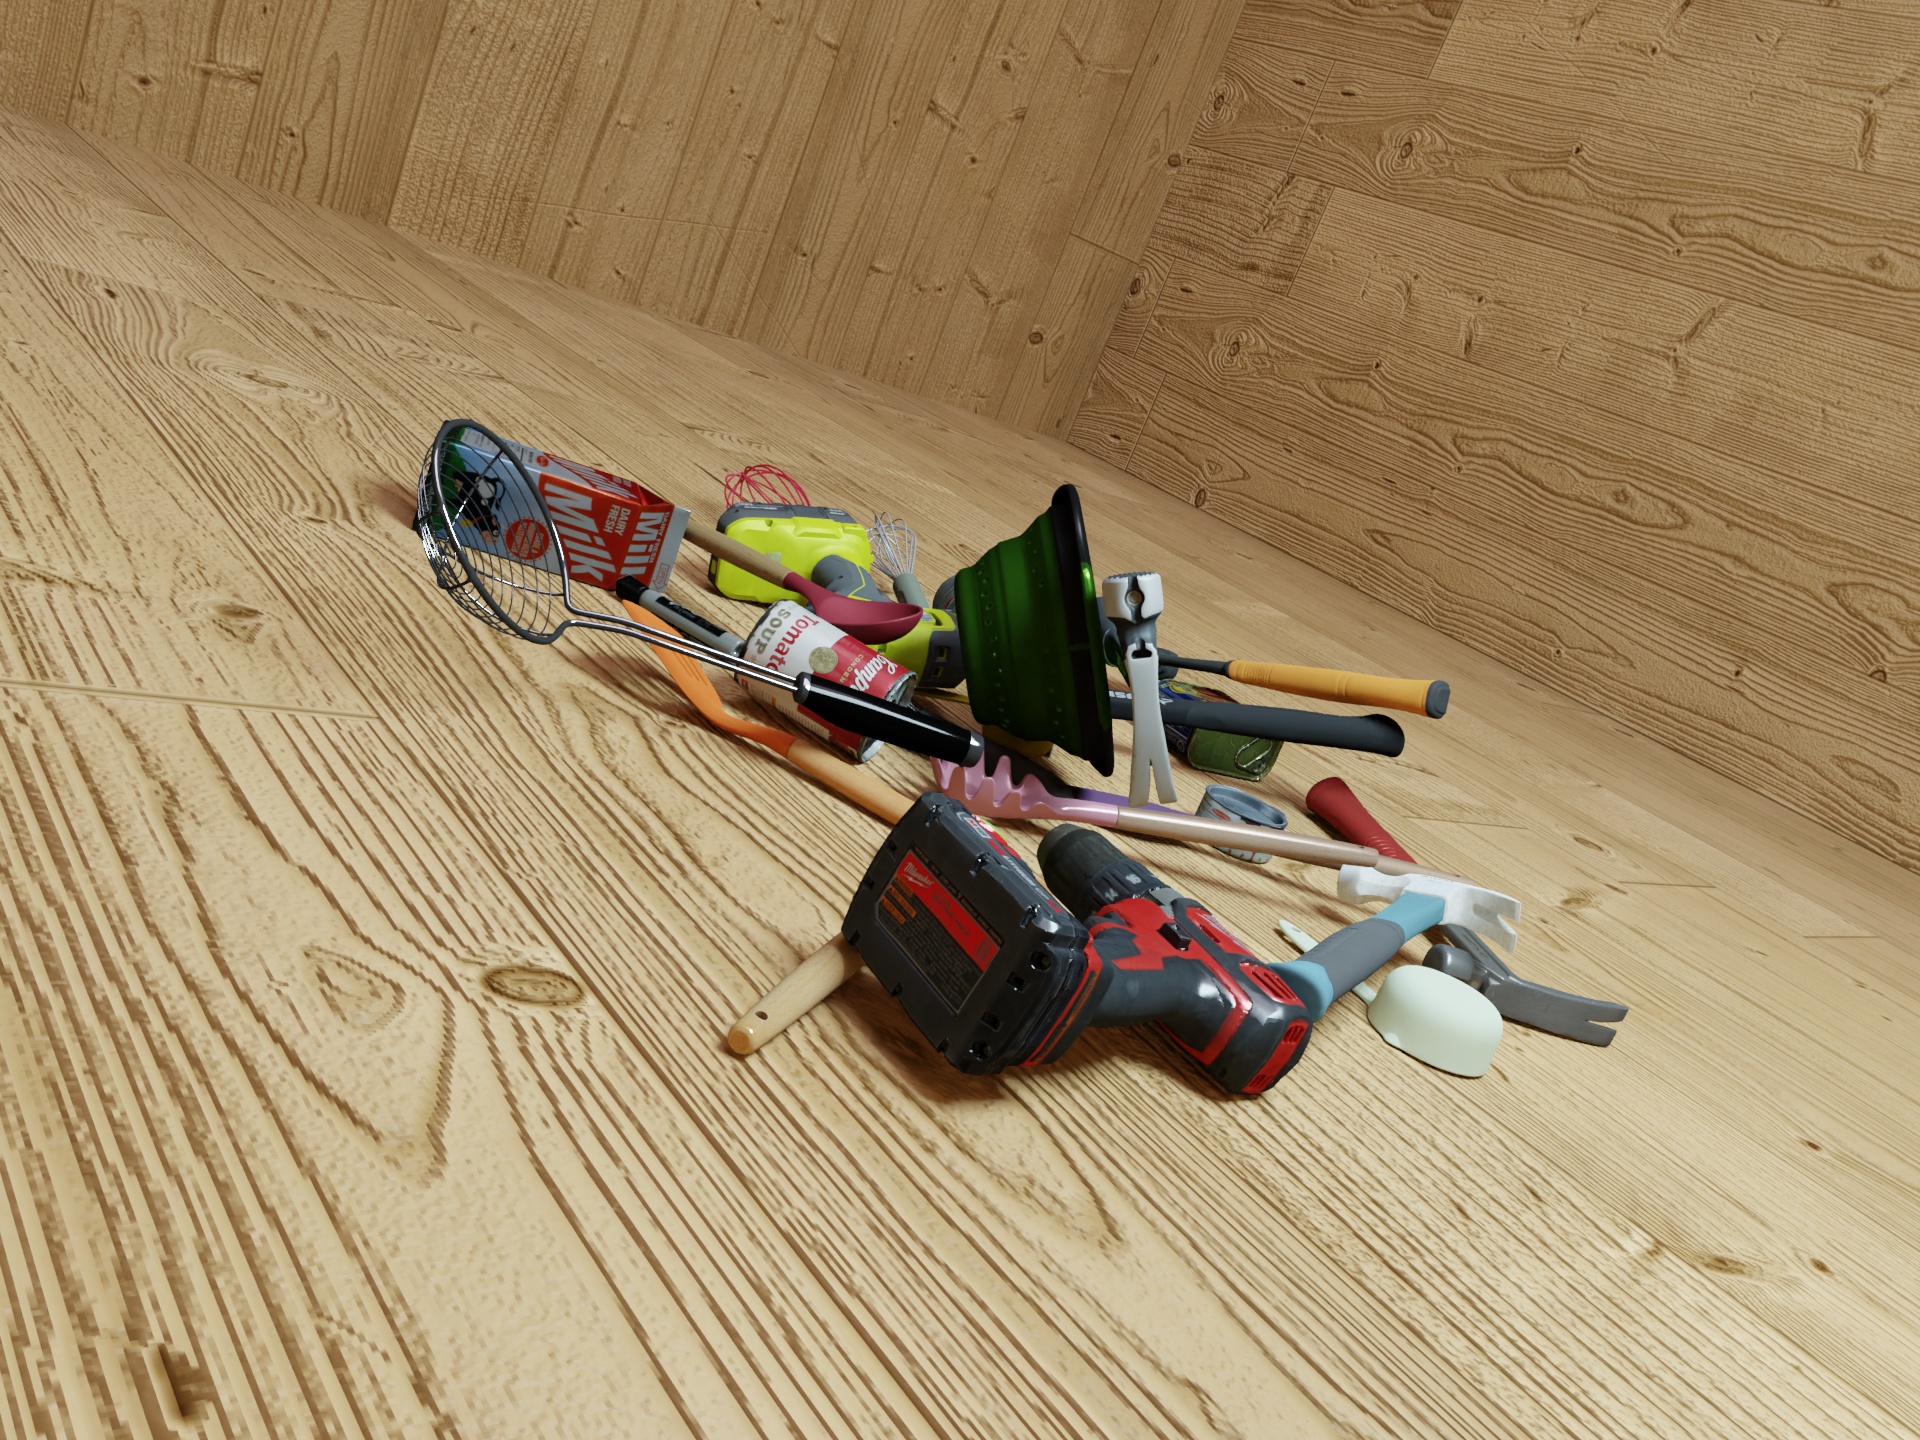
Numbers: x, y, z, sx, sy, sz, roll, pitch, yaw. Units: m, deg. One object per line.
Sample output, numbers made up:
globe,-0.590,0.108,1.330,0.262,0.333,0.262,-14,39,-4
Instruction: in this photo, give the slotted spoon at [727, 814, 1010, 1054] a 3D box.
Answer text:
slotted spoon,-0.041,0.100,0.783,0.070,0.031,0.314,28,18,11

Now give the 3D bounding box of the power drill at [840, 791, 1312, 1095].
power drill,0.051,0.100,0.778,0.226,0.080,0.188,18,20,-46

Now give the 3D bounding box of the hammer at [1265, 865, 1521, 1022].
hammer,0.247,0.131,0.952,0.128,0.033,0.331,9,8,29

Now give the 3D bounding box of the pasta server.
pasta server,0.130,0.061,1.049,0.316,0.040,0.060,10,21,-10

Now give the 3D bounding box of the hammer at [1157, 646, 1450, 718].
hammer,0.264,-0.041,1.387,0.337,0.034,0.127,11,-1,44

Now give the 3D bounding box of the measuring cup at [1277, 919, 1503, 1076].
measuring cup,0.262,0.157,0.986,0.083,0.038,0.168,9,21,-41

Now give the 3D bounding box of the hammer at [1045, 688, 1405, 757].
hammer,0.199,-0.002,1.296,0.334,0.035,0.146,7,25,-7

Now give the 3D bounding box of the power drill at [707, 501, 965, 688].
power drill,-0.110,-0.095,1.247,0.171,0.080,0.223,1,27,-29

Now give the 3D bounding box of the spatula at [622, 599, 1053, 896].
spatula,-0.078,0.021,0.969,0.323,0.041,0.081,29,-3,17

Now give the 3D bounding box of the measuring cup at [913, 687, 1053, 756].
measuring cup,-0.002,-0.004,1.210,0.156,0.029,0.062,14,16,16

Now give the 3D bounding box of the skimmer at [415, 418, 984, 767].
skimmer,-0.134,-0.058,0.909,0.363,0.090,0.127,20,36,-21

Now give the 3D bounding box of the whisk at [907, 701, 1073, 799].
whisk,-0.029,0.002,1.104,0.239,0.055,0.055,28,15,3

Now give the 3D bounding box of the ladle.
ladle,-0.142,-0.112,1.173,0.069,0.031,0.316,-17,32,-40

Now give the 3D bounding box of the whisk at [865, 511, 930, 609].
whisk,-0.054,-0.130,1.483,0.059,0.057,0.247,-11,32,-8

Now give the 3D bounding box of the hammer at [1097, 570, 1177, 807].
hammer,0.117,-0.046,1.161,0.036,0.149,0.409,-7,9,3

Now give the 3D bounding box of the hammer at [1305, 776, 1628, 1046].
hammer,0.357,0.129,1.219,0.149,0.036,0.359,18,16,-15

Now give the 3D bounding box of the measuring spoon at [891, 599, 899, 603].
measuring spoon,-0.075,-0.123,1.505,0.124,0.018,0.034,28,16,19

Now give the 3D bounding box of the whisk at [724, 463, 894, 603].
whisk,-0.138,-0.161,1.486,0.073,0.073,0.296,7,28,-45

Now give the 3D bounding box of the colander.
colander,0.050,-0.069,1.186,0.094,0.204,0.397,-8,8,3

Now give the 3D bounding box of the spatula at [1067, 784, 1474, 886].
spatula,0.213,0.086,1.136,0.316,0.018,0.060,13,16,-2
